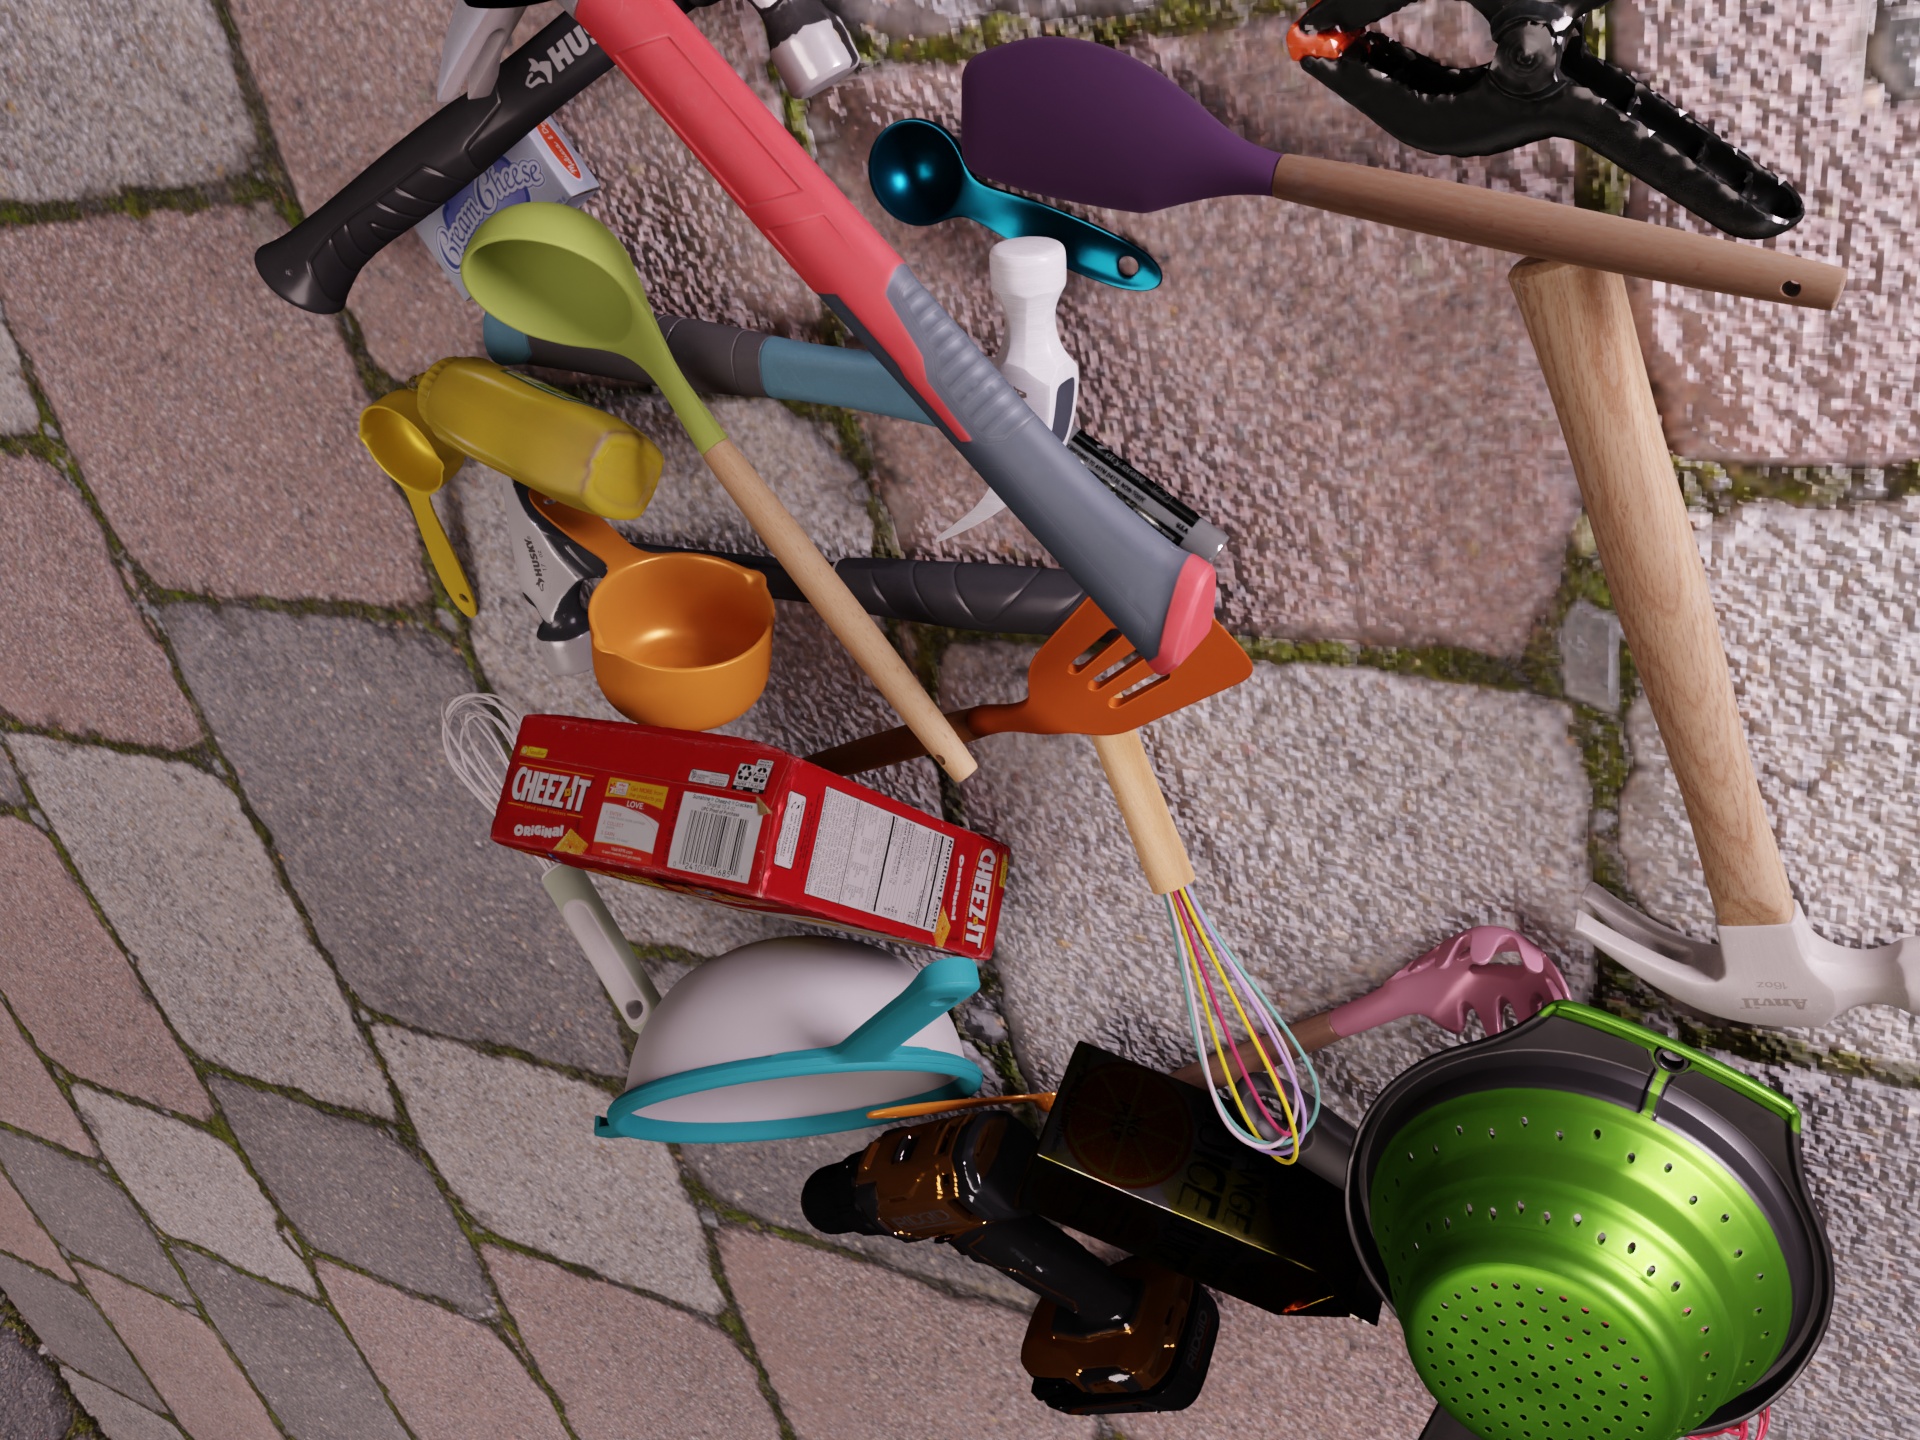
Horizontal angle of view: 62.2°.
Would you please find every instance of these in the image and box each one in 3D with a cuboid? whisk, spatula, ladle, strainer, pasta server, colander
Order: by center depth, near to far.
[{"bbox_3d":[0.134,-0.185,0.547,0.316,0.018,0.059,22,133,24],"label":"spatula"},{"bbox_3d":[-0.101,-0.094,0.707,0.320,0.062,0.078,52,148,-5],"label":"ladle"},{"bbox_3d":[0.241,0.314,0.721,0.204,0.094,0.396,24,124,20],"label":"colander"},{"bbox_3d":[0.112,0.098,0.753,0.051,0.047,0.245,-21,94,10],"label":"whisk"},{"bbox_3d":[-0.001,-0.002,0.771,0.081,0.041,0.322,38,151,-24],"label":"spatula"},{"bbox_3d":[0.260,0.263,0.779,0.296,0.073,0.073,34,134,7],"label":"whisk"},{"bbox_3d":[0.169,0.165,0.797,0.060,0.040,0.316,39,137,-13],"label":"pasta server"},{"bbox_3d":[-0.072,0.151,0.860,0.340,0.211,0.095,133,135,-55],"label":"strainer"},{"bbox_3d":[-0.248,0.084,0.966,0.058,0.059,0.246,-38,77,14],"label":"whisk"}]

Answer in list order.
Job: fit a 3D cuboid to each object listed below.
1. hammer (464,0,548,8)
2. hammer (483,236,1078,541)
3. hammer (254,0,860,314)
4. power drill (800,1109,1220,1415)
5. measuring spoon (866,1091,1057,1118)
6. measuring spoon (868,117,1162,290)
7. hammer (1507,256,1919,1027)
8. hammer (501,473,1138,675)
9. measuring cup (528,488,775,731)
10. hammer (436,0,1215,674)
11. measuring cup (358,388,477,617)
[{"bbox_3d":[-0.193,-0.457,0.528,0.144,0.035,0.405,4,111,33],"label":"hammer"},{"bbox_3d":[-0.095,-0.163,0.721,0.331,0.033,0.128,15,126,30],"label":"hammer"},{"bbox_3d":[-0.207,-0.272,0.699,0.335,0.035,0.146,-20,108,33],"label":"hammer"},{"bbox_3d":[0.022,0.326,0.959,0.226,0.084,0.185,45,136,-18],"label":"power drill"},{"bbox_3d":[0.004,0.227,0.923,0.117,0.011,0.021,-4,157,-7],"label":"measuring spoon"},{"bbox_3d":[0.024,-0.205,0.641,0.128,0.021,0.042,25,128,4],"label":"measuring spoon"},{"bbox_3d":[0.269,-0.020,0.598,0.130,0.031,0.331,-10,115,38],"label":"hammer"},{"bbox_3d":[-0.069,-0.073,0.785,0.409,0.036,0.149,8,124,29],"label":"hammer"},{"bbox_3d":[-0.163,-0.058,0.790,0.174,0.095,0.052,38,141,30],"label":"measuring cup"},{"bbox_3d":[-0.048,-0.163,0.623,0.386,0.038,0.143,49,128,-1],"label":"hammer"},{"bbox_3d":[-0.297,-0.123,0.915,0.062,0.029,0.156,20,142,21],"label":"measuring cup"}]
